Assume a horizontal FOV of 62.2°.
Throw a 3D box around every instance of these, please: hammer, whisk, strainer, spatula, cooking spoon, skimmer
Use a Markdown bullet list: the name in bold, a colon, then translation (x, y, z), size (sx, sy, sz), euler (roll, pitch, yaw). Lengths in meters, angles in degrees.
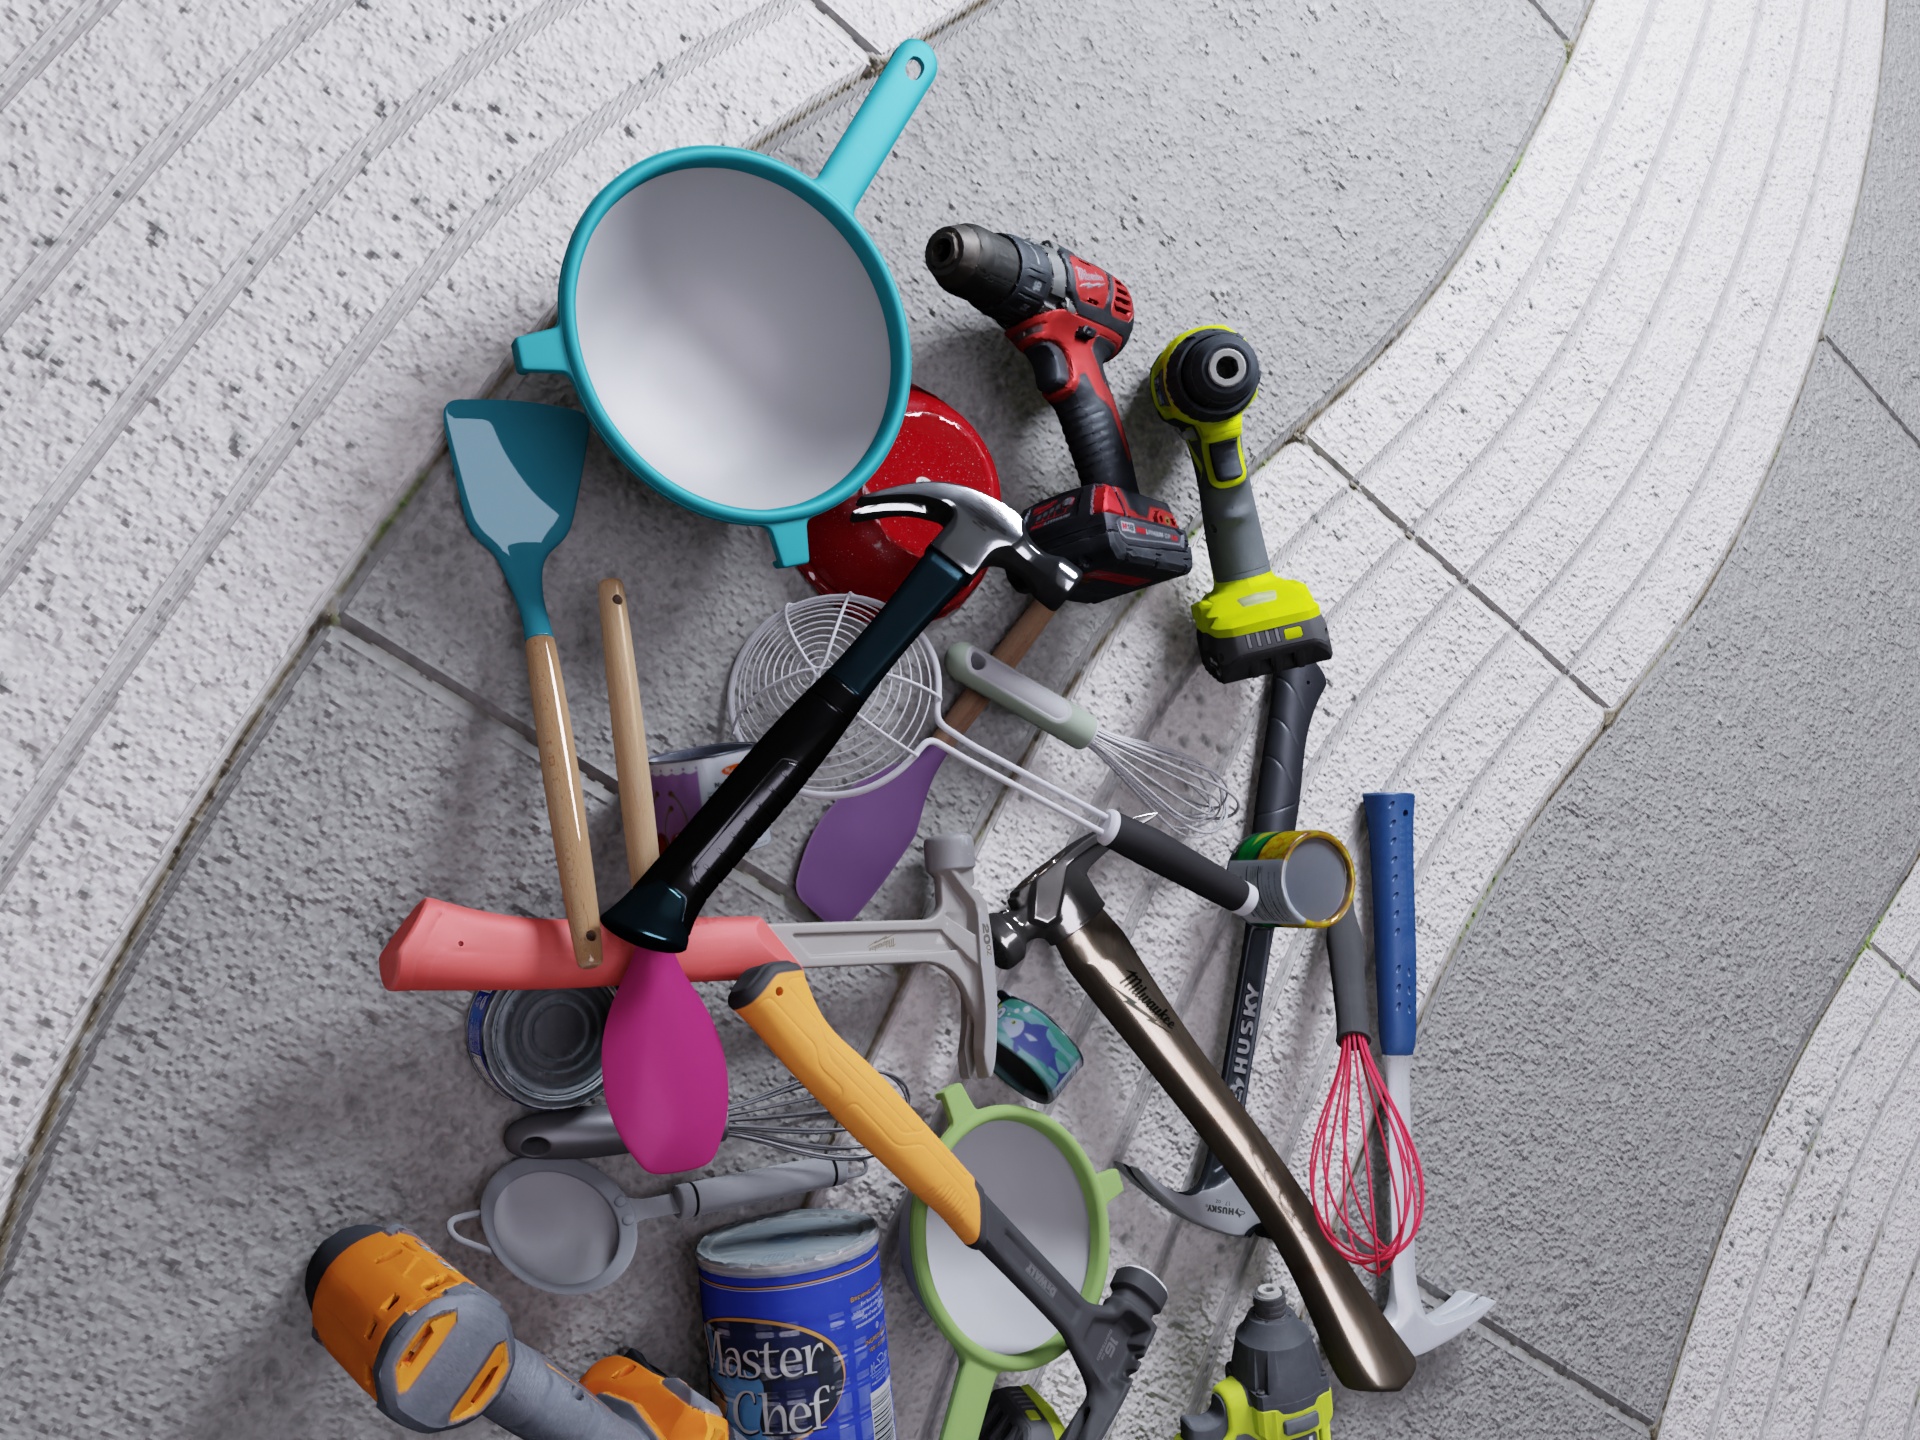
- **hammer**: translation (0.177, 0.257, 1.038), size (0.146, 0.038, 0.410), euler (-36, 93, -23)
- **hammer**: translation (0.204, 0.148, 1.112), size (0.149, 0.036, 0.409), euler (17, 77, -27)
- **hammer**: translation (0.326, 0.256, 1.170), size (0.144, 0.035, 0.405), euler (3, 84, -29)
- **hammer**: translation (-0.013, 0.266, 0.887), size (0.336, 0.034, 0.127), euler (50, 49, -14)
- **hammer**: translation (-0.134, 0.136, 0.881), size (0.358, 0.037, 0.149), euler (3, 76, -35)
- **whisk**: translation (0.264, 0.230, 1.062), size (0.073, 0.073, 0.296), euler (34, 39, -23)
- **strainer**: translation (-0.113, -0.263, 0.934), size (0.210, 0.095, 0.340), euler (37, 67, -25)
- **whisk**: translation (-0.137, 0.229, 0.903), size (0.239, 0.055, 0.055), euler (2, 84, -25)
- **spatula**: translation (-0.002, -0.003, 1.016), size (0.059, 0.018, 0.316), euler (48, 66, -23)
- **hammer**: translation (-0.072, -0.005, 0.867), size (0.128, 0.033, 0.331), euler (38, 66, 0)
- **strainer**: translation (0.001, 0.355, 0.936), size (0.151, 0.069, 0.256), euler (34, 57, -26)
- **spatula**: translation (-0.219, -0.024, 0.849), size (0.082, 0.044, 0.318), euler (-1, 66, -33)
- **strainer**: translation (-0.161, 0.271, 0.885), size (0.258, 0.050, 0.087), euler (-1, 42, -35)
- **cooking spoon**: translation (-0.167, 0.075, 0.840), size (0.068, 0.017, 0.319), euler (0, 73, -35)
- **skimmer**: translation (0.030, 0.040, 0.989), size (0.363, 0.090, 0.127), euler (28, 74, -25)
- **whisk**: translation (0.088, 0.012, 1.039), size (0.246, 0.059, 0.058), euler (29, 60, -27)

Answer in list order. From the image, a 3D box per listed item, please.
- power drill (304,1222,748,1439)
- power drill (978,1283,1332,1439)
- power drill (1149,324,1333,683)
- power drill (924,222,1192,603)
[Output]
- **power drill**: translation (-0.223, 0.328, 0.792), size (0.226, 0.164, 0.084), euler (48, 64, -31)
- **power drill**: translation (0.125, 0.453, 0.981), size (0.223, 0.080, 0.171), euler (-9, 97, -19)
- **power drill**: translation (0.180, -0.146, 1.045), size (0.080, 0.190, 0.228), euler (-13, 98, 4)
- **power drill**: translation (0.058, -0.196, 0.995), size (0.187, 0.080, 0.227), euler (3, 74, -54)
